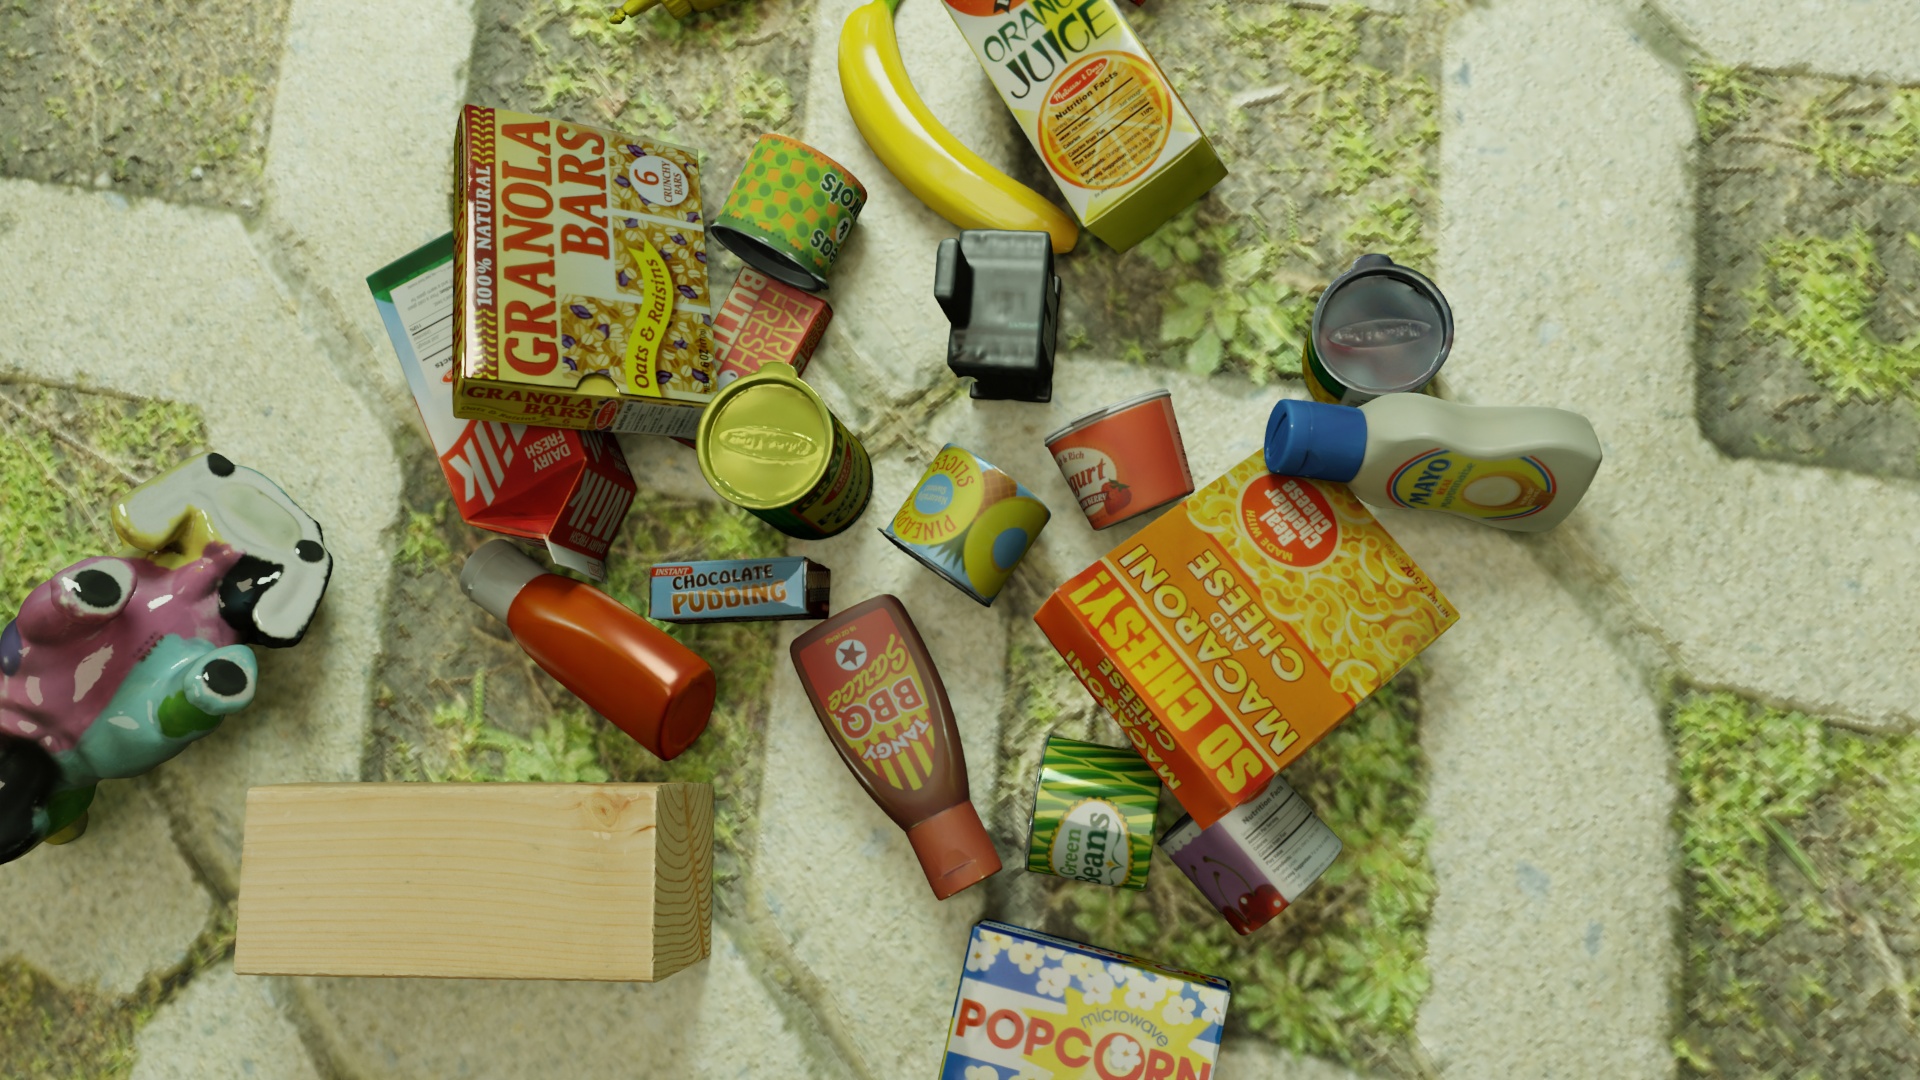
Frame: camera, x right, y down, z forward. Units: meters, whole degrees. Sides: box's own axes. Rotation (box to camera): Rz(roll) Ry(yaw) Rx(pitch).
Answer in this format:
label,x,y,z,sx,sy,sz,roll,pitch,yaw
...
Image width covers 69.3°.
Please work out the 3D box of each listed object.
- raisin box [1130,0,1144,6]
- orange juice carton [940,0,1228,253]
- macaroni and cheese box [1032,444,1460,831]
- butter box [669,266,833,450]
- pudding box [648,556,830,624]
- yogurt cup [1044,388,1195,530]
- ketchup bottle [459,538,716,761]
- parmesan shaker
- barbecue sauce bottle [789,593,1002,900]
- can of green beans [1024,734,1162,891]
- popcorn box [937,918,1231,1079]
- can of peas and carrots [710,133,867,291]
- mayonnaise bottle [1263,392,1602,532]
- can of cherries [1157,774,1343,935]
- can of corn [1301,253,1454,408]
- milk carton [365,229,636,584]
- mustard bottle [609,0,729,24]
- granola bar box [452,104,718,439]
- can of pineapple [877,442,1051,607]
label,x,y,z,sx,sy,sz,roll,pitch,yaw
raisin box,0.076,-0.367,0.765,0.123,0.040,0.086,39,88,13
orange juice carton,0.054,-0.253,0.723,0.073,0.072,0.193,-34,77,18
macaroni and cheese box,0.135,0.037,0.650,0.167,0.040,0.124,-32,76,-28
butter box,-0.116,-0.093,0.751,0.053,0.024,0.103,27,85,12
pudding box,-0.113,0.026,0.718,0.084,0.049,0.030,-3,82,7
yogurt cup,0.082,-0.039,0.696,0.072,0.072,0.054,-22,87,4
ketchup bottle,-0.196,0.051,0.721,0.149,0.064,0.044,32,46,18
parmesan shaker,-0.084,-0.042,0.698,0.071,0.103,0.071,-1,81,8
barbecue sauce bottle,-0.028,0.104,0.696,0.065,0.043,0.149,-28,78,2
can of green beans,0.065,0.131,0.667,0.058,0.071,0.071,9,82,9
popcorn box,0.059,0.239,0.663,0.127,0.038,0.085,12,82,10
can of peas and carrots,-0.089,-0.173,0.740,0.071,0.071,0.059,25,84,11
mayonnaise bottle,0.221,-0.040,0.660,0.148,0.064,0.041,7,48,-7
can of cherries,0.136,0.144,0.657,0.071,0.071,0.058,-43,79,-1
can of corn,0.205,-0.099,0.691,0.071,0.058,0.071,-1,81,8
milk carton,-0.236,-0.066,0.739,0.073,0.072,0.191,-27,77,3
mustard bottle,-0.133,-0.340,0.784,0.160,0.049,0.065,-35,77,2
granola bar box,-0.194,-0.138,0.713,0.124,0.039,0.166,4,63,-27
can of pineapple,0.002,-0.009,0.698,0.071,0.071,0.058,33,86,12
